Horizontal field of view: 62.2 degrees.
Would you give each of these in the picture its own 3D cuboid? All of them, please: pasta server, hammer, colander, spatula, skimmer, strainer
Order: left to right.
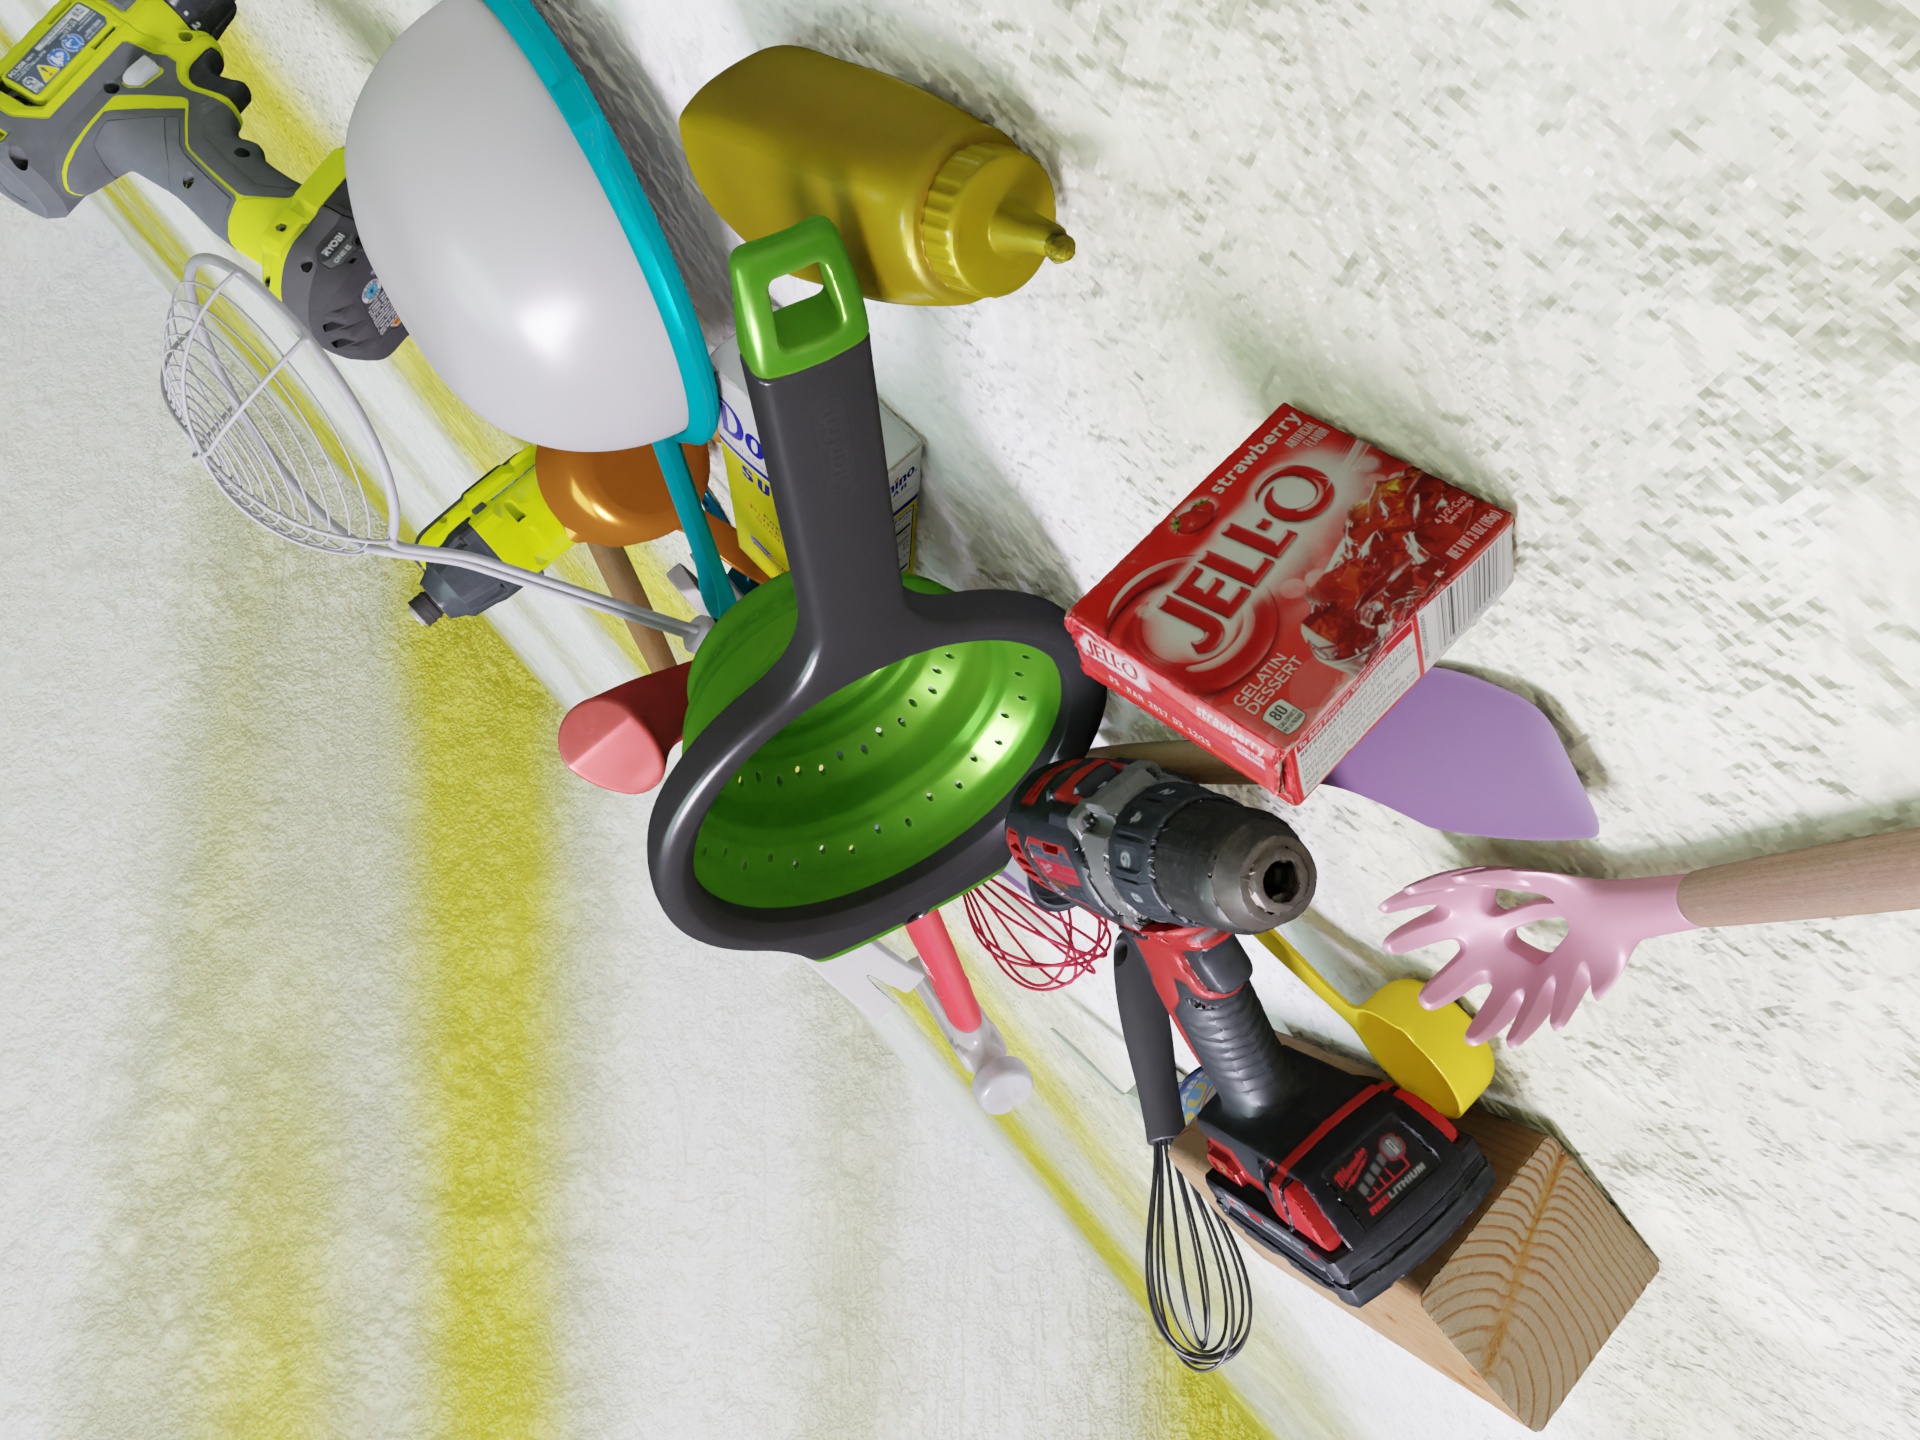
[{"bbox_3d":[-0.182,-0.152,0.711,0.211,0.095,0.340,49,162,38],"label":"strainer"},{"bbox_3d":[-0.161,-0.084,0.696,0.363,0.090,0.127,19,166,-33],"label":"skimmer"},{"bbox_3d":[-0.140,-0.022,0.826,0.149,0.036,0.359,52,-172,-2],"label":"hammer"},{"bbox_3d":[-0.102,0.062,0.936,0.146,0.035,0.335,47,-178,-17],"label":"hammer"},{"bbox_3d":[-0.052,-0.045,0.600,0.095,0.204,0.396,57,165,30],"label":"colander"},{"bbox_3d":[-0.043,0.074,0.940,0.143,0.038,0.385,52,167,48],"label":"hammer"},{"bbox_3d":[0.112,0.013,0.577,0.059,0.018,0.316,61,163,-8],"label":"spatula"},{"bbox_3d":[0.195,0.046,0.393,0.060,0.040,0.316,57,165,4],"label":"pasta server"}]

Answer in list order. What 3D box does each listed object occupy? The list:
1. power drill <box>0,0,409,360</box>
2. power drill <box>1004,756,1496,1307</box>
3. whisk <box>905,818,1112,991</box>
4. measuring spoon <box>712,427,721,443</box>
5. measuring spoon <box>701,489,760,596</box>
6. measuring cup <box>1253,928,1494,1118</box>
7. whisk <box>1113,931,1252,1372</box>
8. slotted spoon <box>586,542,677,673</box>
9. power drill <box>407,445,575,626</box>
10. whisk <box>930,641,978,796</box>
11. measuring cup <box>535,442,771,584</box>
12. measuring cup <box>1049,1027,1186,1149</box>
[{"bbox_3d":[-0.351,-0.300,0.792,0.228,0.190,0.080,31,163,5],"label":"power drill"},{"bbox_3d":[0.116,0.113,0.620,0.226,0.080,0.188,57,165,-13],"label":"power drill"},{"bbox_3d":[0.008,0.097,1.015,0.073,0.073,0.296,55,168,-29],"label":"whisk"},{"bbox_3d":[-0.140,-0.180,0.791,0.021,0.011,0.116,35,161,39],"label":"measuring spoon"},{"bbox_3d":[-0.149,-0.102,0.997,0.042,0.021,0.128,38,163,31],"label":"measuring spoon"},{"bbox_3d":[0.160,0.103,0.671,0.157,0.029,0.062,44,165,38],"label":"measuring cup"},{"bbox_3d":[0.113,0.225,0.861,0.055,0.055,0.239,79,-178,-63],"label":"whisk"},{"bbox_3d":[-0.230,-0.139,0.964,0.314,0.031,0.070,61,171,22],"label":"slotted spoon"},{"bbox_3d":[-0.314,-0.130,1.105,0.080,0.171,0.223,52,168,-17],"label":"power drill"},{"bbox_3d":[-0.001,-0.001,0.814,0.051,0.047,0.244,45,162,12],"label":"whisk"},{"bbox_3d":[-0.148,-0.118,0.877,0.173,0.095,0.052,33,165,-26],"label":"measuring cup"},{"bbox_3d":[0.127,0.255,1.130,0.168,0.038,0.083,35,161,45],"label":"measuring cup"}]
